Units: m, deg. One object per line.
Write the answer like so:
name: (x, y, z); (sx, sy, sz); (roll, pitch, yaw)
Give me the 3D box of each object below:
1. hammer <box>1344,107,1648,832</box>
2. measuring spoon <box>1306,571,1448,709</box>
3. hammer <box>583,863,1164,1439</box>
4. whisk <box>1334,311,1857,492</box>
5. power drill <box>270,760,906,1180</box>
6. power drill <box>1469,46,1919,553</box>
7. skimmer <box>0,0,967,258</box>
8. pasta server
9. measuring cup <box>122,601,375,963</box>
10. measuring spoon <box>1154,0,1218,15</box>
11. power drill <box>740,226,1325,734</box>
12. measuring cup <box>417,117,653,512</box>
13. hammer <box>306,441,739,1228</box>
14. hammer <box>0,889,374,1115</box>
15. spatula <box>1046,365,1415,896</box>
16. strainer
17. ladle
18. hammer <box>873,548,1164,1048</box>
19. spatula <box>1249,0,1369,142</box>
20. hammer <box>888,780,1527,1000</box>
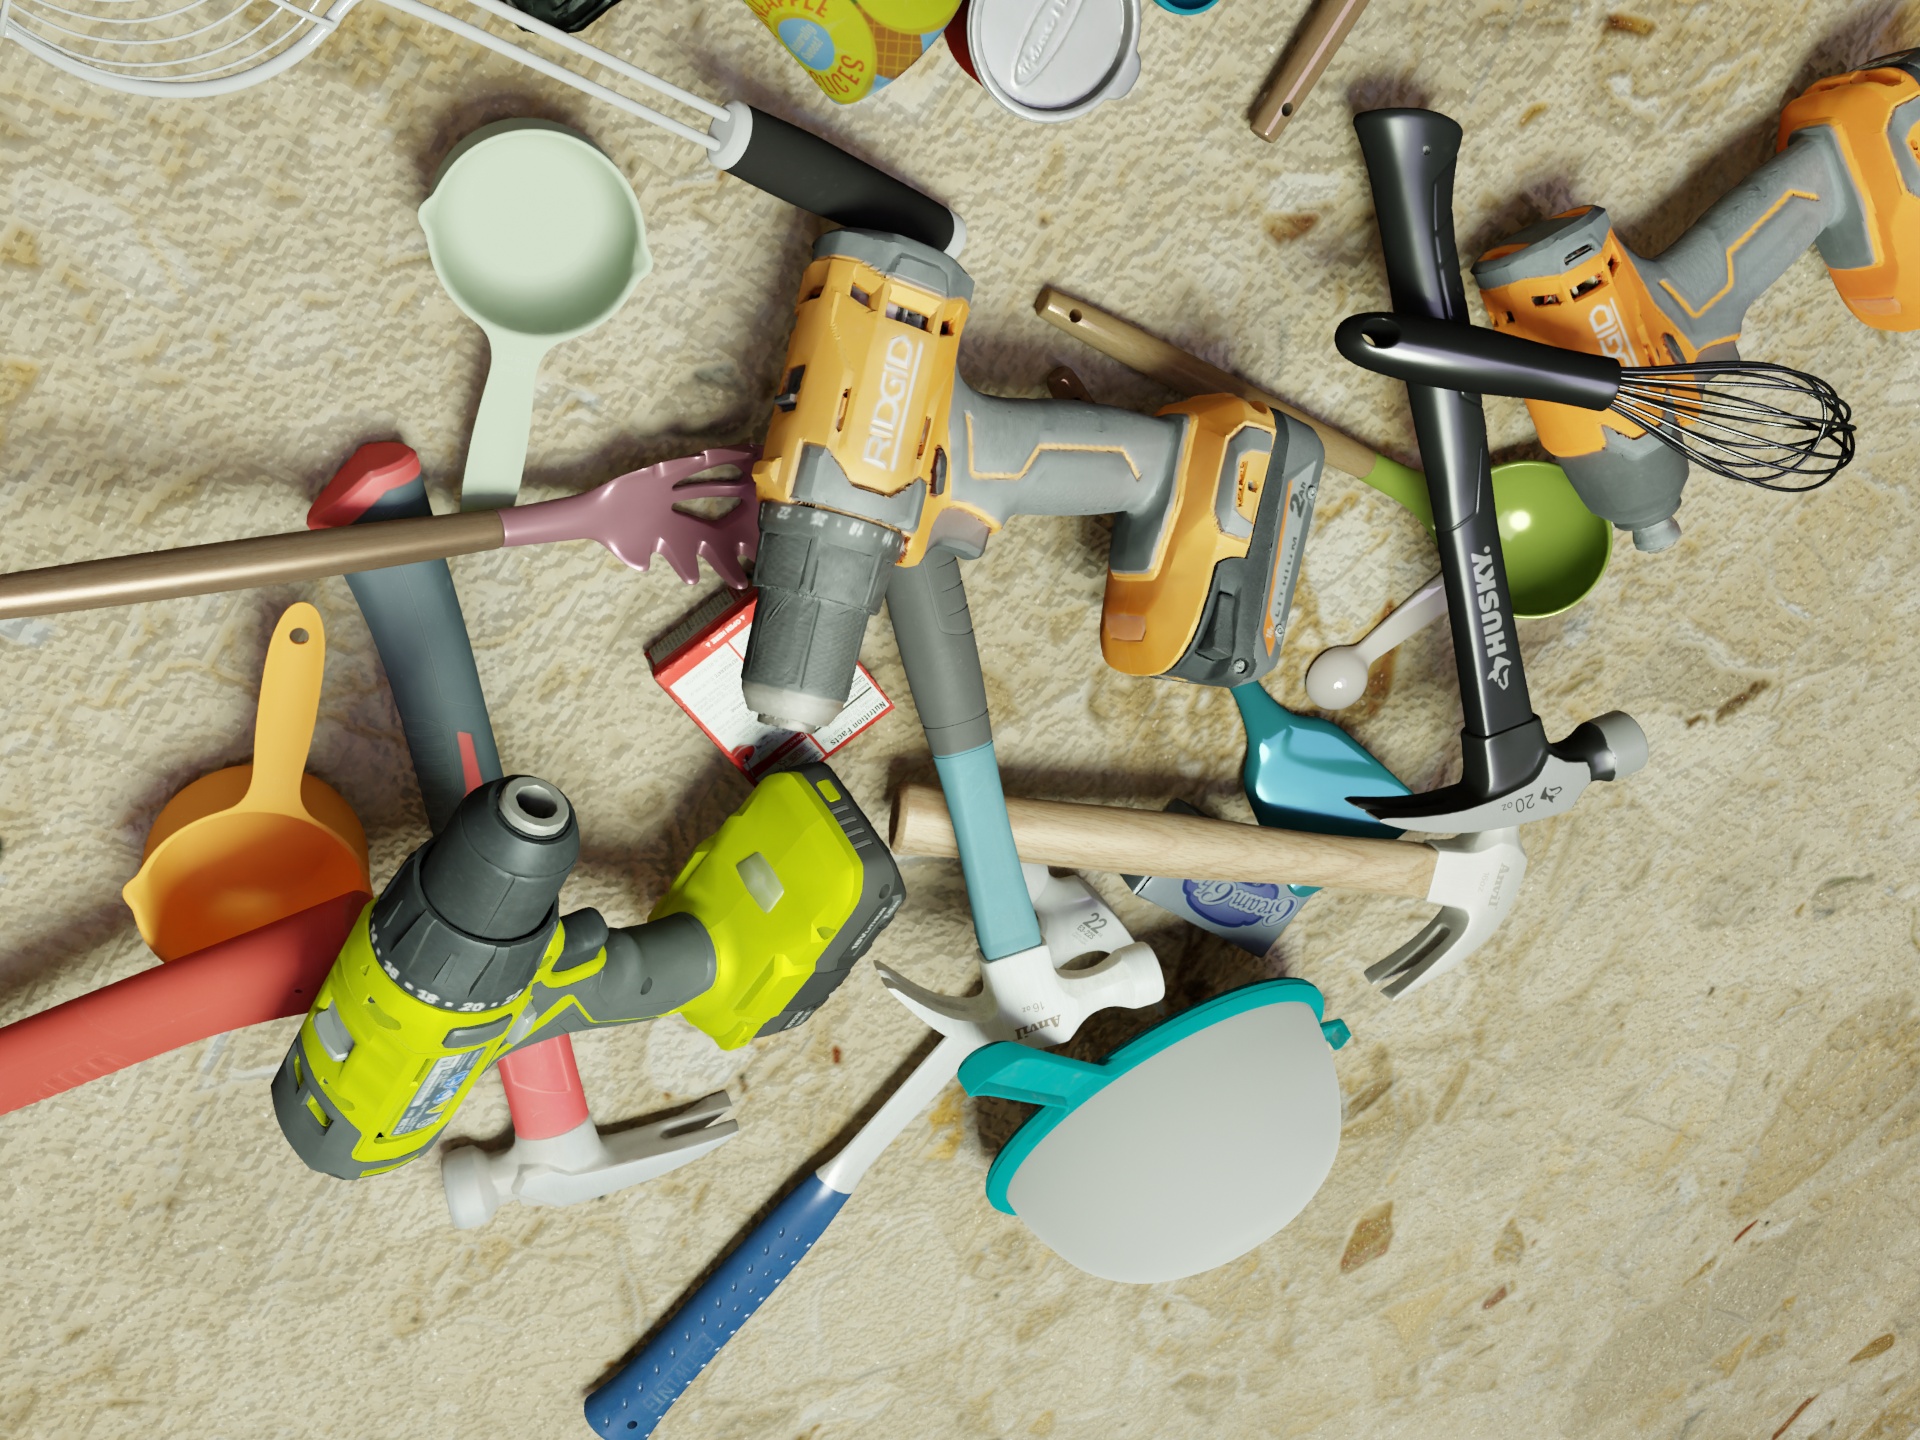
hammer: (0.220, -0.104, 0.717); (0.146, 0.035, 0.334); (-19, 109, -10)
measuring spoon: (0.232, -0.048, 0.819); (0.124, 0.018, 0.034); (-39, 124, 1)
hammer: (-0.056, 0.243, 0.856); (0.144, 0.035, 0.405); (36, 101, -32)
whisk: (0.271, -0.139, 0.674); (0.239, 0.055, 0.055); (9, 115, -8)
power drill: (-0.133, 0.081, 0.619); (0.228, 0.080, 0.190); (-9, 145, -49)
power drill: (0.366, -0.190, 0.737); (0.226, 0.084, 0.164); (-29, 105, -2)
skimmer: (-0.136, -0.223, 0.519); (0.363, 0.090, 0.127); (6, 118, -51)
pasta server: (-0.195, -0.064, 0.588); (0.316, 0.040, 0.060); (-14, 127, -33)
measuring cup: (-0.277, 0.024, 0.641); (0.095, 0.052, 0.173); (8, 112, -25)
measuring spoon: (0.110, -0.333, 0.620); (0.042, 0.021, 0.128); (34, 92, -31)
power drill: (0.024, -0.070, 0.632); (0.226, 0.084, 0.185); (14, 89, -28)
measuring cup: (-0.170, -0.144, 0.602); (0.083, 0.038, 0.167); (6, 122, -25)
hammer: (-0.194, 0.062, 0.702); (0.143, 0.038, 0.386); (-14, 121, -16)
hammer: (-0.398, 0.138, 0.624); (0.359, 0.037, 0.149); (-21, 126, 5)
spatula: (0.126, -0.041, 0.766); (0.082, 0.044, 0.317); (-35, 123, 4)
strainer: (0.098, 0.217, 0.786); (0.211, 0.095, 0.340); (-39, 151, 11)
ladle: (0.174, -0.127, 0.732); (0.320, 0.062, 0.078); (20, 96, -26)
hammer: (-0.001, -0.002, 0.700); (0.128, 0.033, 0.330); (-17, 108, -11)
spatula: (0.206, -0.375, 0.629); (0.059, 0.018, 0.316); (24, 105, -29)
hammer: (0.127, 0.066, 0.784); (0.331, 0.031, 0.130); (6, 104, -15)
